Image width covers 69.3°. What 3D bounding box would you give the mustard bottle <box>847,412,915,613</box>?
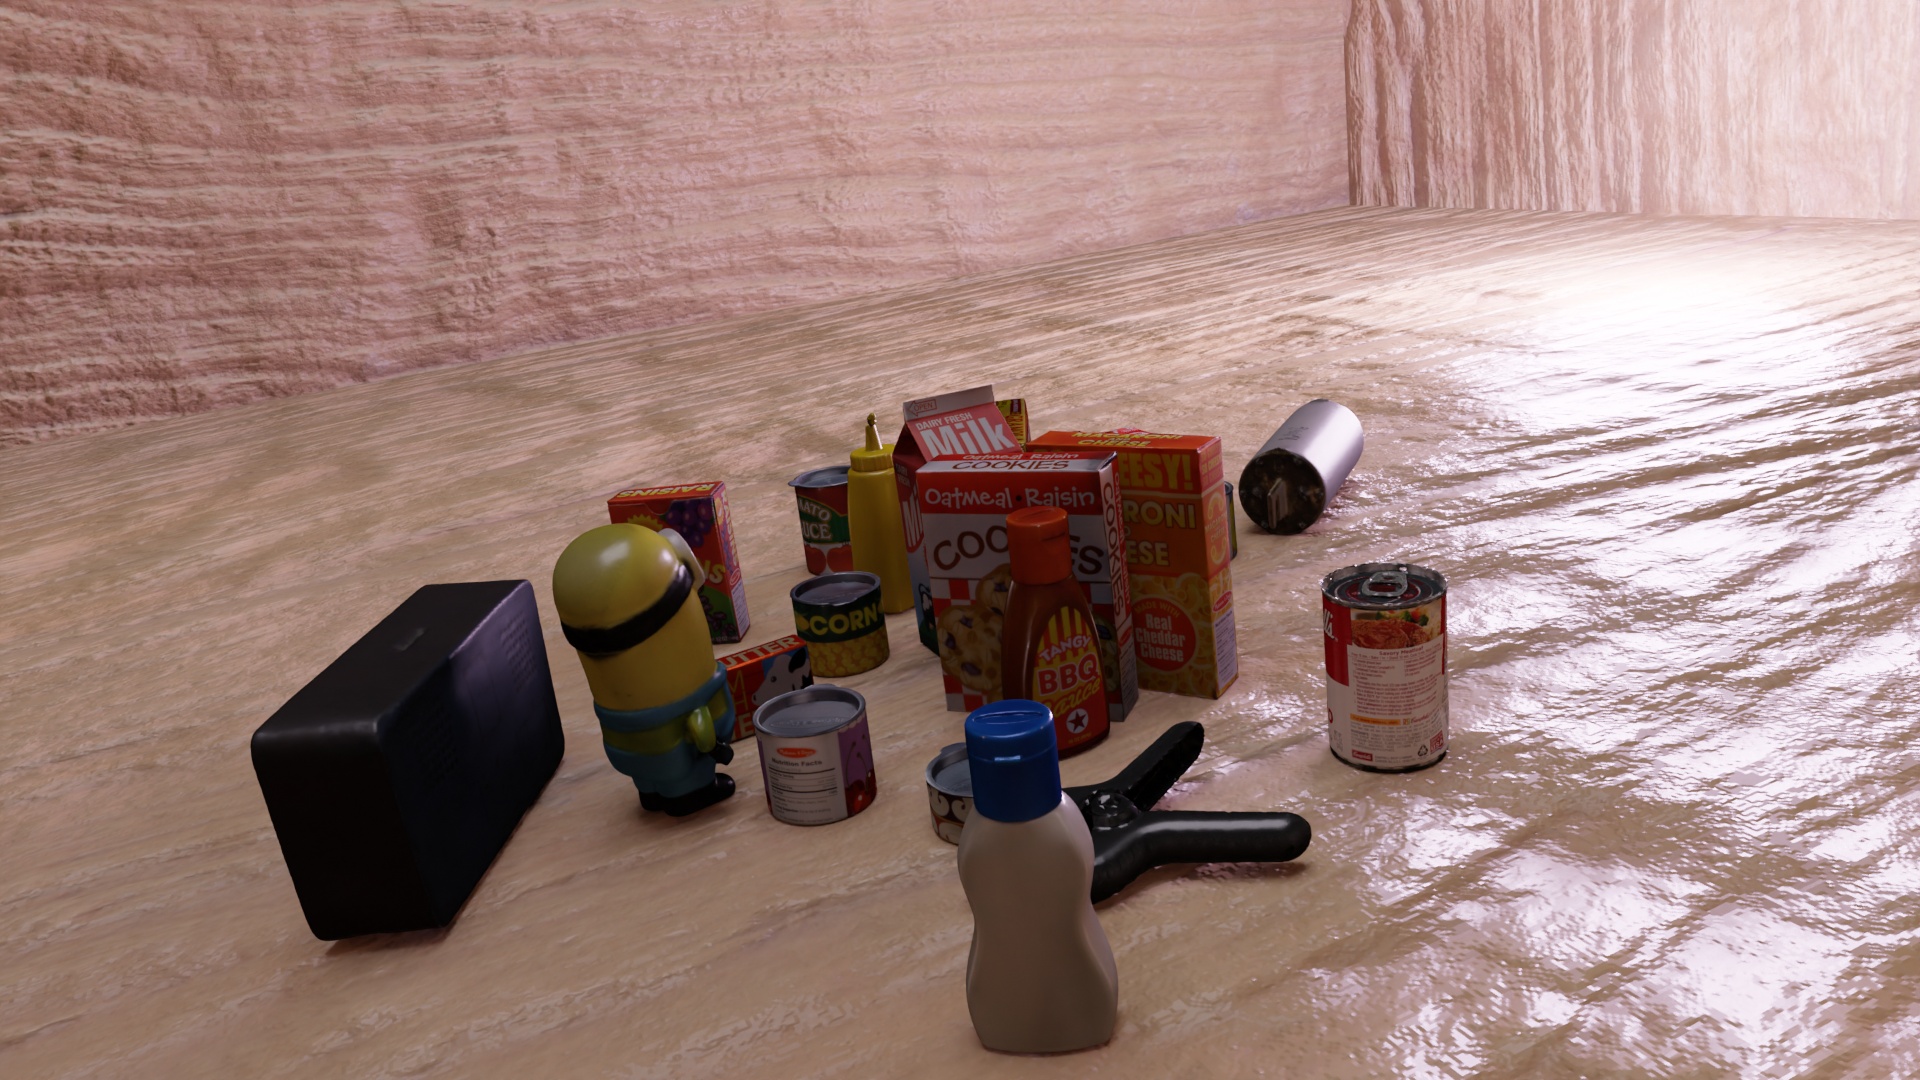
[{"bbox_3d":[-0.061,-0.025,1.100,0.049,0.159,0.065,2,19,27],"label":"mustard bottle"}]

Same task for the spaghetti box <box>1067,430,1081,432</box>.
[{"bbox_3d":[0.126,-0.051,1.289,0.029,0.050,0.251,-9,18,-5],"label":"spaghetti box"}]

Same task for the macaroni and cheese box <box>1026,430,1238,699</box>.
[{"bbox_3d":[0.112,0.013,0.906,0.123,0.166,0.040,4,21,33],"label":"macaroni and cheese box"}]

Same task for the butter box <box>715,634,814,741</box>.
[{"bbox_3d":[-0.147,0.102,0.915,0.104,0.053,0.024,-16,20,-27],"label":"butter box"}]

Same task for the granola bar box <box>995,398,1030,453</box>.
[{"bbox_3d":[0.045,-0.041,1.170,0.039,0.123,0.166,-6,18,4],"label":"granola bar box"}]

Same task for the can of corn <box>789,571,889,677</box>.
[{"bbox_3d":[-0.087,0.061,1.010,0.071,0.058,0.071,-6,18,2],"label":"can of corn"}]

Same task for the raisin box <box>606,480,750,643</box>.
[{"bbox_3d":[-0.219,0.020,1.084,0.086,0.123,0.040,-4,18,9],"label":"raisin box"}]

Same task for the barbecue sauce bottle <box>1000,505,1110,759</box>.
[{"bbox_3d":[0.053,0.055,0.830,0.065,0.148,0.044,-16,19,-27],"label":"barbecue sauce bottle"}]

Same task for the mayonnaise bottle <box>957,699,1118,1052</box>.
[{"bbox_3d":[0.028,0.140,0.576,0.065,0.147,0.041,-5,17,8],"label":"mayonnaise bottle"}]

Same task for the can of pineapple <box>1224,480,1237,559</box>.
[{"bbox_3d":[0.192,-0.015,1.140,0.071,0.057,0.071,-6,18,2],"label":"can of pineapple"}]

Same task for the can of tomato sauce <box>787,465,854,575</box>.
[{"bbox_3d":[-0.110,-0.017,1.223,0.071,0.082,0.071,-7,17,2],"label":"can of tomato sauce"}]

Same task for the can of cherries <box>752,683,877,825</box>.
[{"bbox_3d":[-0.083,0.124,0.814,0.071,0.058,0.072,-6,18,2],"label":"can of cherries"}]

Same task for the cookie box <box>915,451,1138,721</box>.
[{"bbox_3d":[0.044,0.028,0.884,0.123,0.166,0.040,1,19,23],"label":"cookie box"}]

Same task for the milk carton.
[{"bbox_3d":[0.004,-0.012,0.988,0.072,0.190,0.073,-15,19,-22],"label":"milk carton"}]

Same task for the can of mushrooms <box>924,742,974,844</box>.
[{"bbox_3d":[0.014,0.139,0.771,0.071,0.033,0.071,-6,18,2],"label":"can of mushrooms"}]
